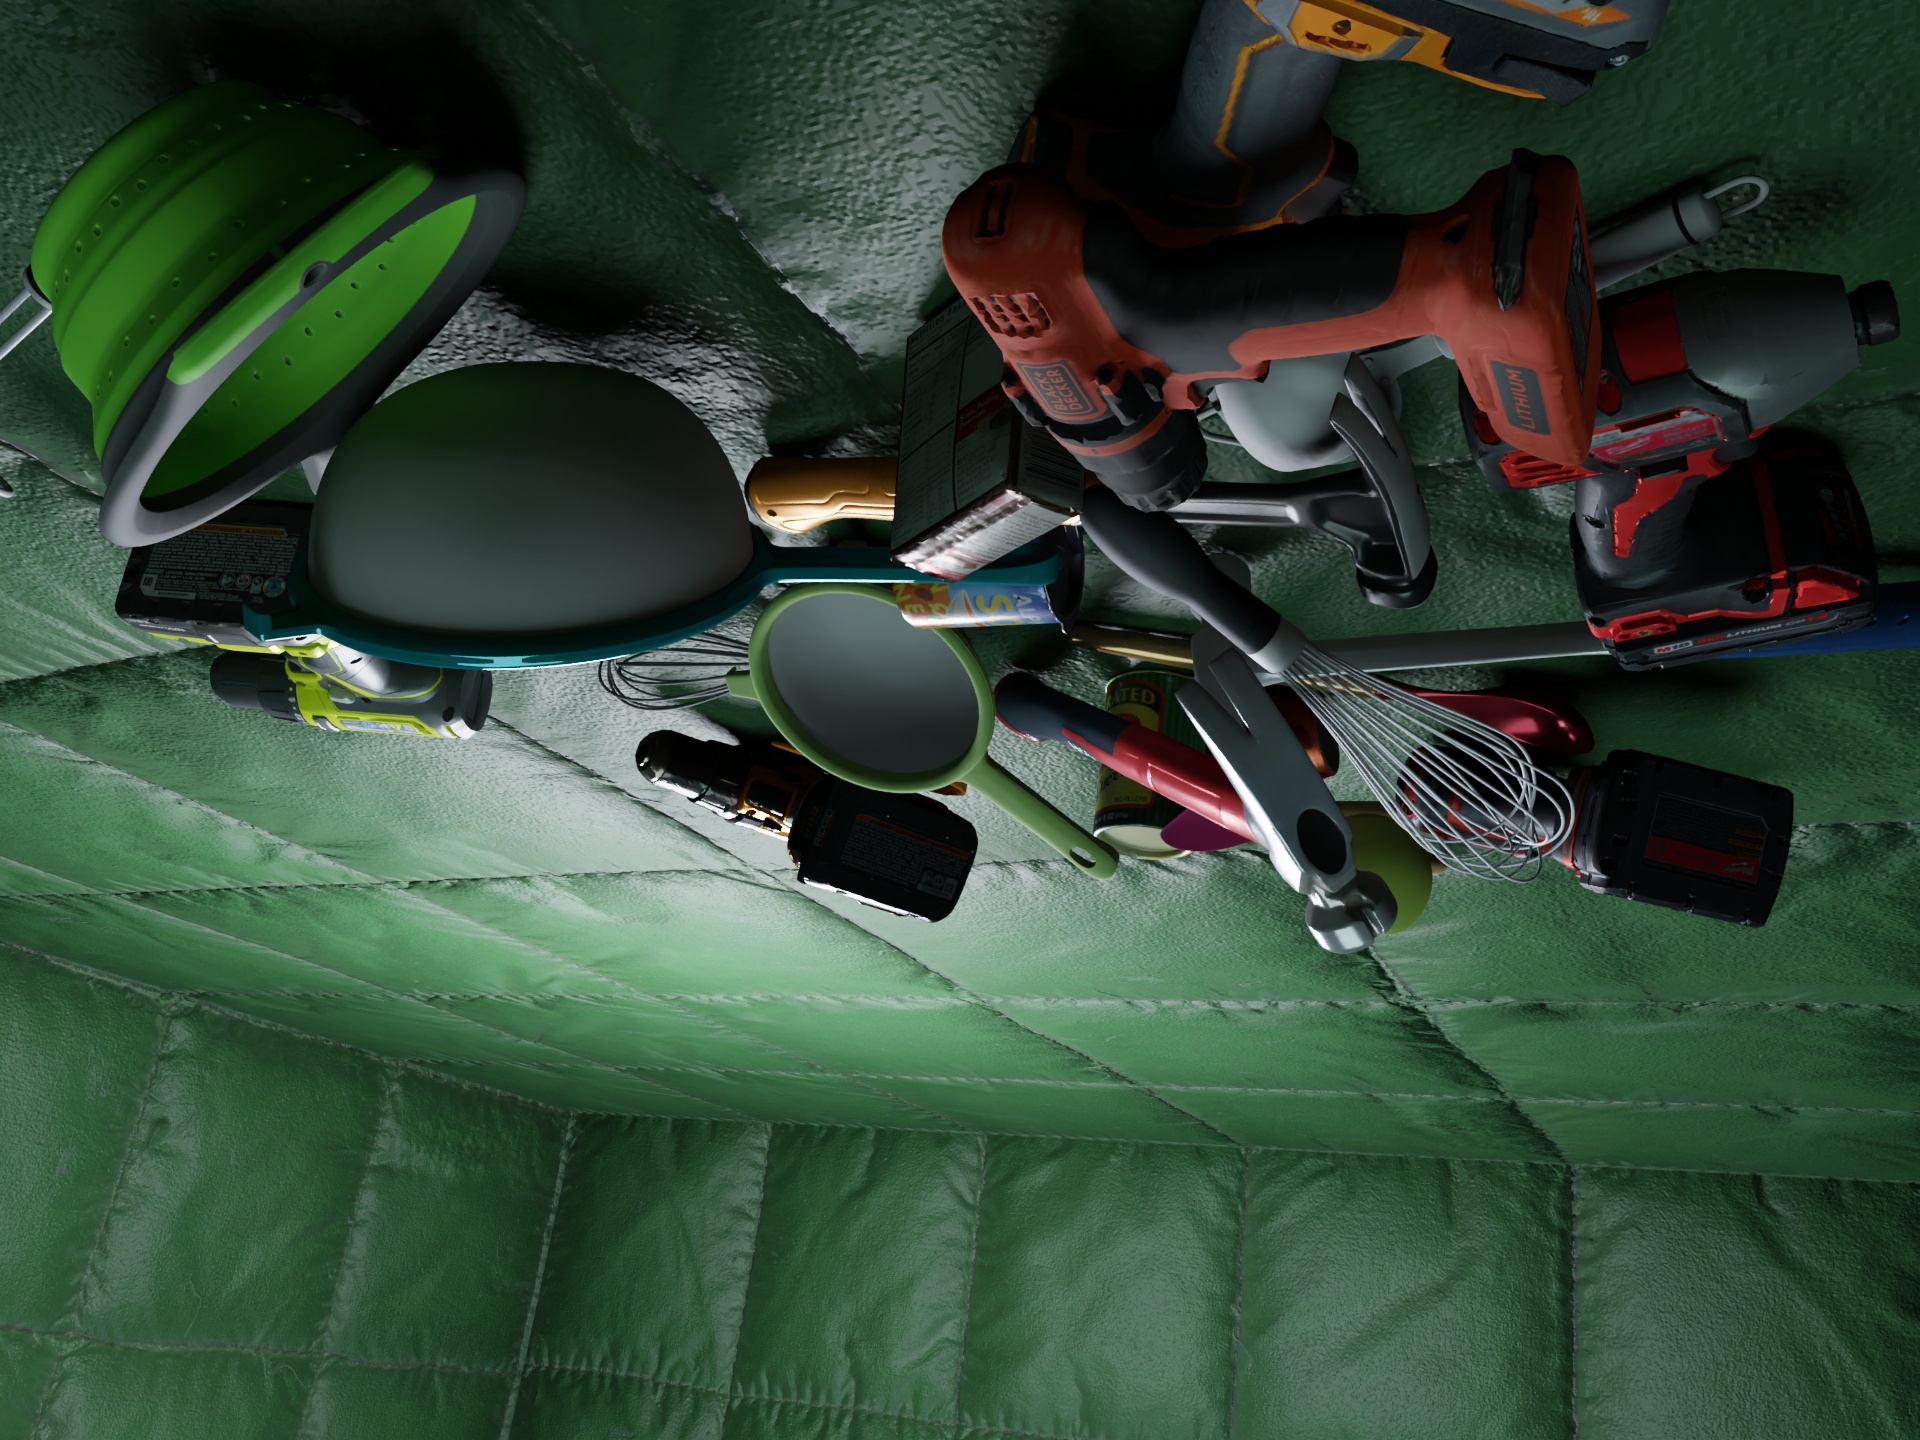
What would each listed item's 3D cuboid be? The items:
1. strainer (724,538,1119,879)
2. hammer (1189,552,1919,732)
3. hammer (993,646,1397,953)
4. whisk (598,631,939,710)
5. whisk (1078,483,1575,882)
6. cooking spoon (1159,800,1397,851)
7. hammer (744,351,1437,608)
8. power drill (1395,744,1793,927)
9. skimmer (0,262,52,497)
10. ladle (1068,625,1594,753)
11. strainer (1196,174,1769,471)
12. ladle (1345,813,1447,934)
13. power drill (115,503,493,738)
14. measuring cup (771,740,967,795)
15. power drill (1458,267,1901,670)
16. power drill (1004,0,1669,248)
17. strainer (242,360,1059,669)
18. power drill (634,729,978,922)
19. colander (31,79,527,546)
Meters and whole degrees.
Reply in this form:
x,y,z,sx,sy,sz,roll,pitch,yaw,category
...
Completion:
x,y,z,sx,sy,sz,roll,pitch,yaw,category
-0.001,-0.003,0.935,0.256,0.069,0.151,38,133,-10,strainer
0.317,-0.036,0.777,0.405,0.144,0.035,-4,142,10,hammer
0.083,0.004,0.830,0.143,0.038,0.386,55,172,-18,hammer
-0.111,-0.034,0.996,0.239,0.055,0.055,-1,156,9,whisk
0.162,-0.016,0.698,0.284,0.070,0.070,36,149,-17,whisk
0.233,0.060,1.022,0.318,0.017,0.068,4,141,-46,cooking spoon
0.037,-0.106,0.718,0.337,0.034,0.127,6,151,32,hammer
0.396,0.065,0.967,0.187,0.080,0.227,13,180,-13,power drill
-0.443,-0.193,0.743,0.363,0.090,0.127,-21,134,32,skimmer
0.220,-0.023,0.942,0.315,0.031,0.069,10,167,-1,ladle
0.188,-0.150,0.632,0.086,0.050,0.258,39,142,-27,strainer
0.303,0.104,1.093,0.062,0.078,0.320,-34,163,16,ladle
-0.430,-0.052,1.019,0.190,0.080,0.228,4,160,7,power drill
-0.063,0.008,1.088,0.174,0.052,0.095,10,169,41,measuring cup
0.296,-0.100,0.631,0.143,0.079,0.219,-13,155,29,power drill
0.117,-0.191,0.503,0.164,0.084,0.226,13,161,-14,power drill
-0.126,-0.105,0.698,0.340,0.211,0.095,1,117,2,strainer
-0.115,0.063,1.124,0.185,0.084,0.226,23,177,-33,power drill
-0.294,-0.162,0.670,0.094,0.204,0.397,46,165,-11,colander
